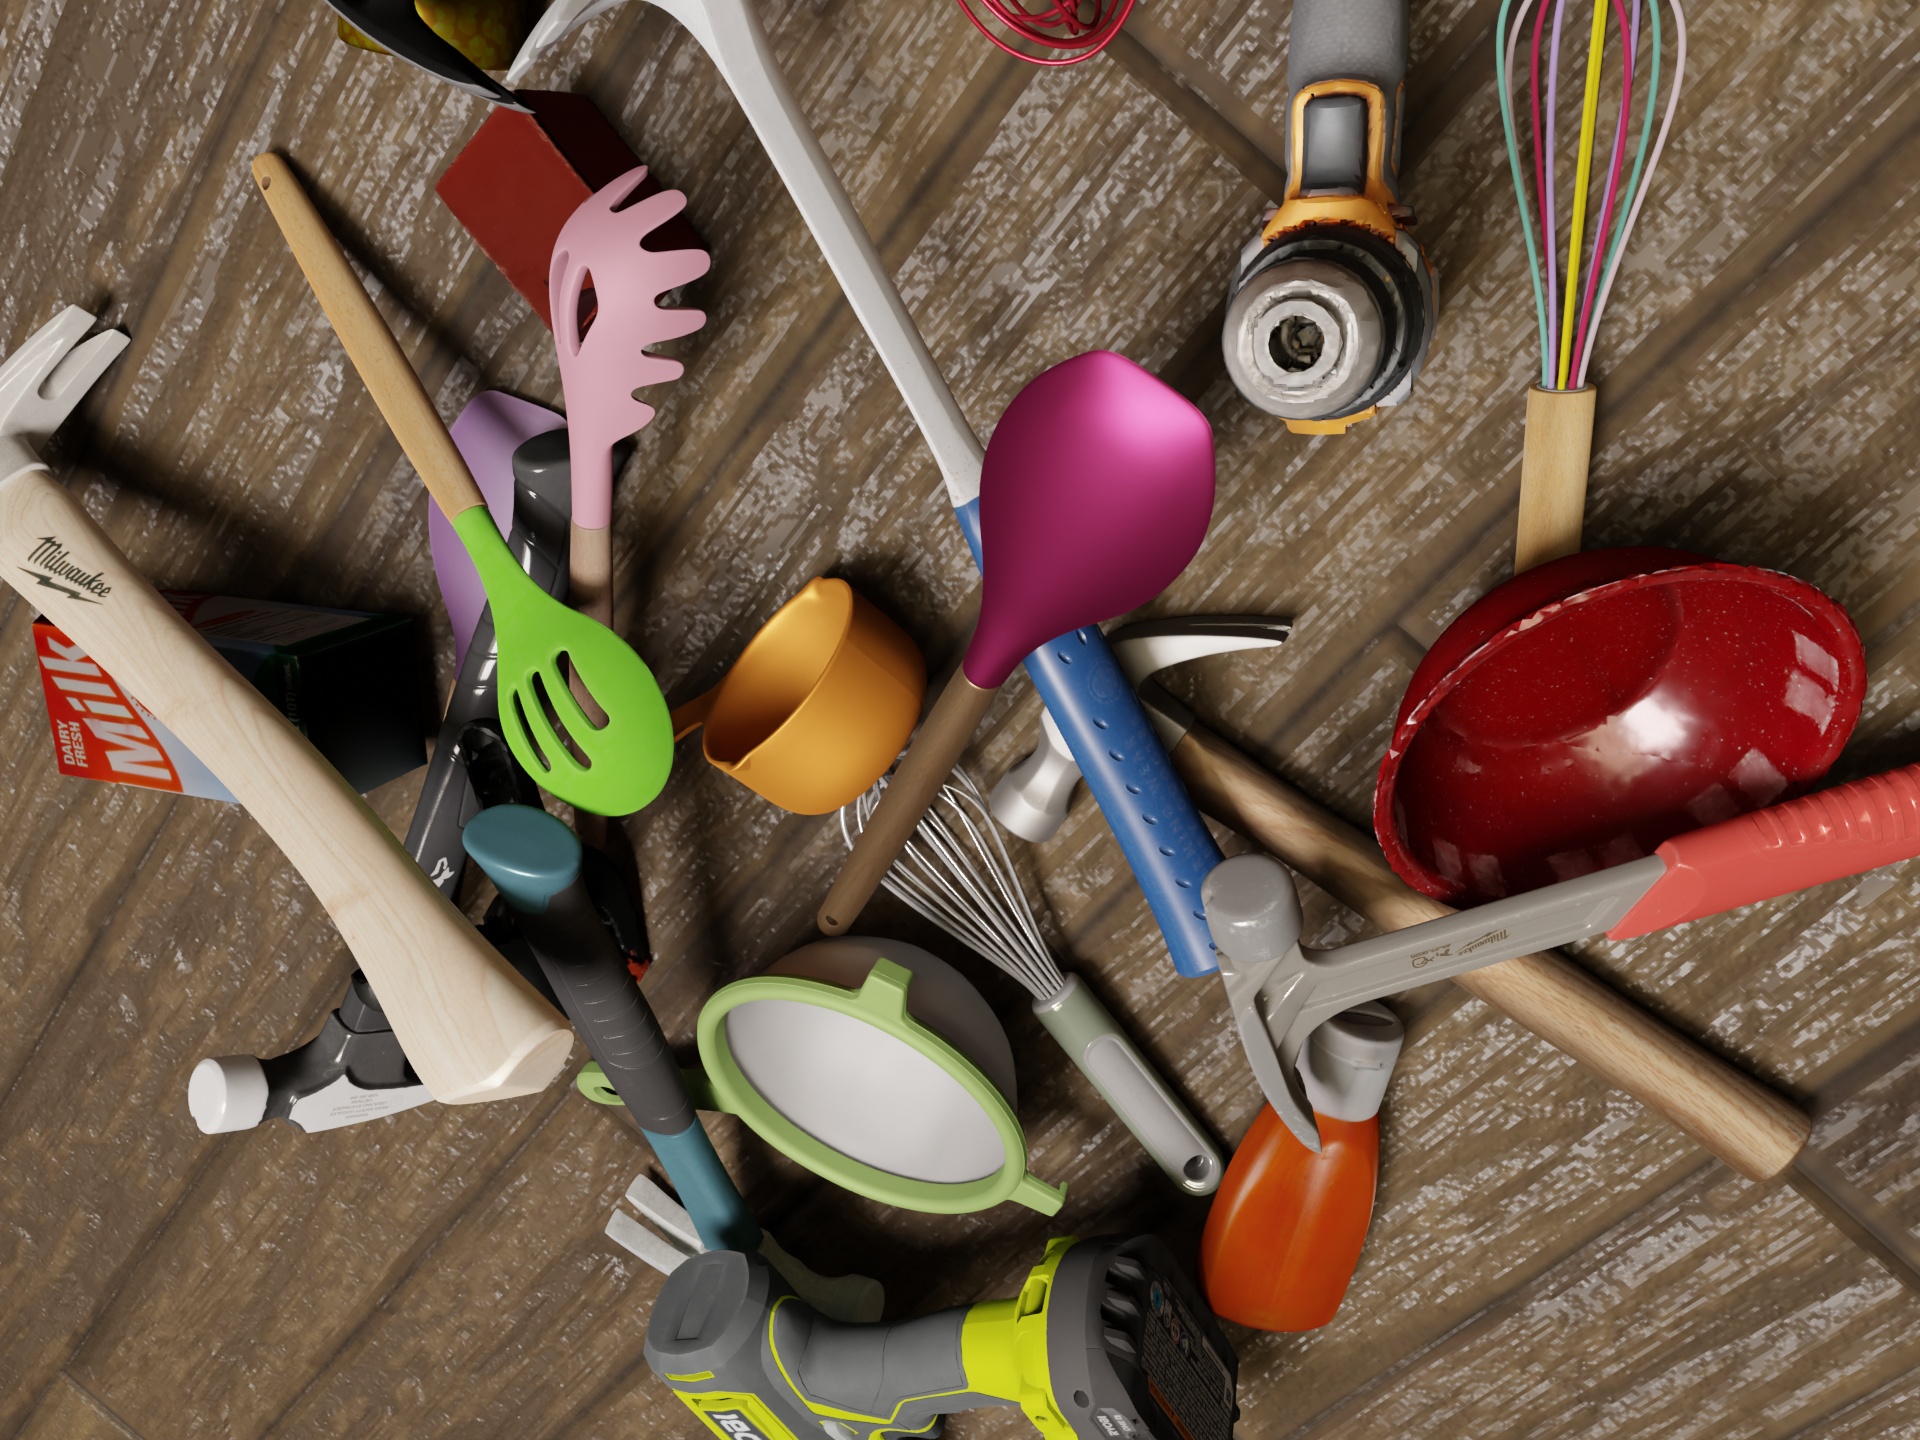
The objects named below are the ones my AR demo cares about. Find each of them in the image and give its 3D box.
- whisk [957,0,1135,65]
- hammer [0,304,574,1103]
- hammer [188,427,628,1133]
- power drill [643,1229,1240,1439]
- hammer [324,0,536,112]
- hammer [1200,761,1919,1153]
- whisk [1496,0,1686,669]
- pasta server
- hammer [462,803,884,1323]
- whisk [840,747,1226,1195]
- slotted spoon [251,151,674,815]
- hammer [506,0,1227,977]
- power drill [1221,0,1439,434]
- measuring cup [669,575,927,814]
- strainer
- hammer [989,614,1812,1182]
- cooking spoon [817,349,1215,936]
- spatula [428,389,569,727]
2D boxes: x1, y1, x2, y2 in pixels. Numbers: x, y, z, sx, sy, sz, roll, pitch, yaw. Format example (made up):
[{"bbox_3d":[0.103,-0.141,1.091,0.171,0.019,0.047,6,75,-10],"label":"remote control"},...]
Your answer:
[{"bbox_3d":[-0.008,-0.352,0.496,0.073,0.073,0.296,-16,98,22],"label":"whisk"},{"bbox_3d":[-0.284,-0.009,0.620,0.411,0.038,0.146,39,90,23],"label":"hammer"},{"bbox_3d":[-0.213,0.031,0.688,0.035,0.146,0.334,35,108,36],"label":"hammer"},{"bbox_3d":[-0.001,0.300,0.692,0.228,0.080,0.190,-15,124,26],"label":"power drill"},{"bbox_3d":[-0.097,-0.354,0.476,0.127,0.034,0.337,42,106,10],"label":"hammer"},{"bbox_3d":[0.267,0.053,0.537,0.359,0.037,0.149,-18,132,9],"label":"hammer"},{"bbox_3d":[0.198,-0.130,0.522,0.051,0.047,0.244,-6,115,-5],"label":"whisk"},{"bbox_3d":[-0.138,-0.060,0.625,0.060,0.040,0.316,42,140,28],"label":"pasta server"},{"bbox_3d":[-0.129,0.162,0.683,0.128,0.033,0.330,6,134,24],"label":"hammer"},{"bbox_3d":[0.035,0.108,0.668,0.058,0.059,0.246,-39,101,-1],"label":"whisk"},{"bbox_3d":[-0.204,-0.099,0.620,0.070,0.031,0.314,-37,77,22],"label":"slotted spoon"},{"bbox_3d":[-0.002,-0.086,0.549,0.035,0.144,0.405,-16,107,49],"label":"hammer"},{"bbox_3d":[0.107,-0.195,0.451,0.084,0.185,0.226,4,109,17],"label":"power drill"},{"bbox_3d":[-0.081,0.005,0.655,0.052,0.095,0.173,36,143,-25],"label":"measuring cup"},{"bbox_3d":[-0.073,0.146,0.713,0.256,0.069,0.151,-8,127,38],"label":"strainer"},{"bbox_3d":[0.180,0.072,0.616,0.331,0.031,0.130,33,117,2],"label":"hammer"},{"bbox_3d":[-0.001,-0.002,0.540,0.069,0.017,0.318,36,141,4],"label":"cooking spoon"},{"bbox_3d":[-0.229,0.003,0.722,0.060,0.018,0.315,20,114,5],"label":"spatula"}]
